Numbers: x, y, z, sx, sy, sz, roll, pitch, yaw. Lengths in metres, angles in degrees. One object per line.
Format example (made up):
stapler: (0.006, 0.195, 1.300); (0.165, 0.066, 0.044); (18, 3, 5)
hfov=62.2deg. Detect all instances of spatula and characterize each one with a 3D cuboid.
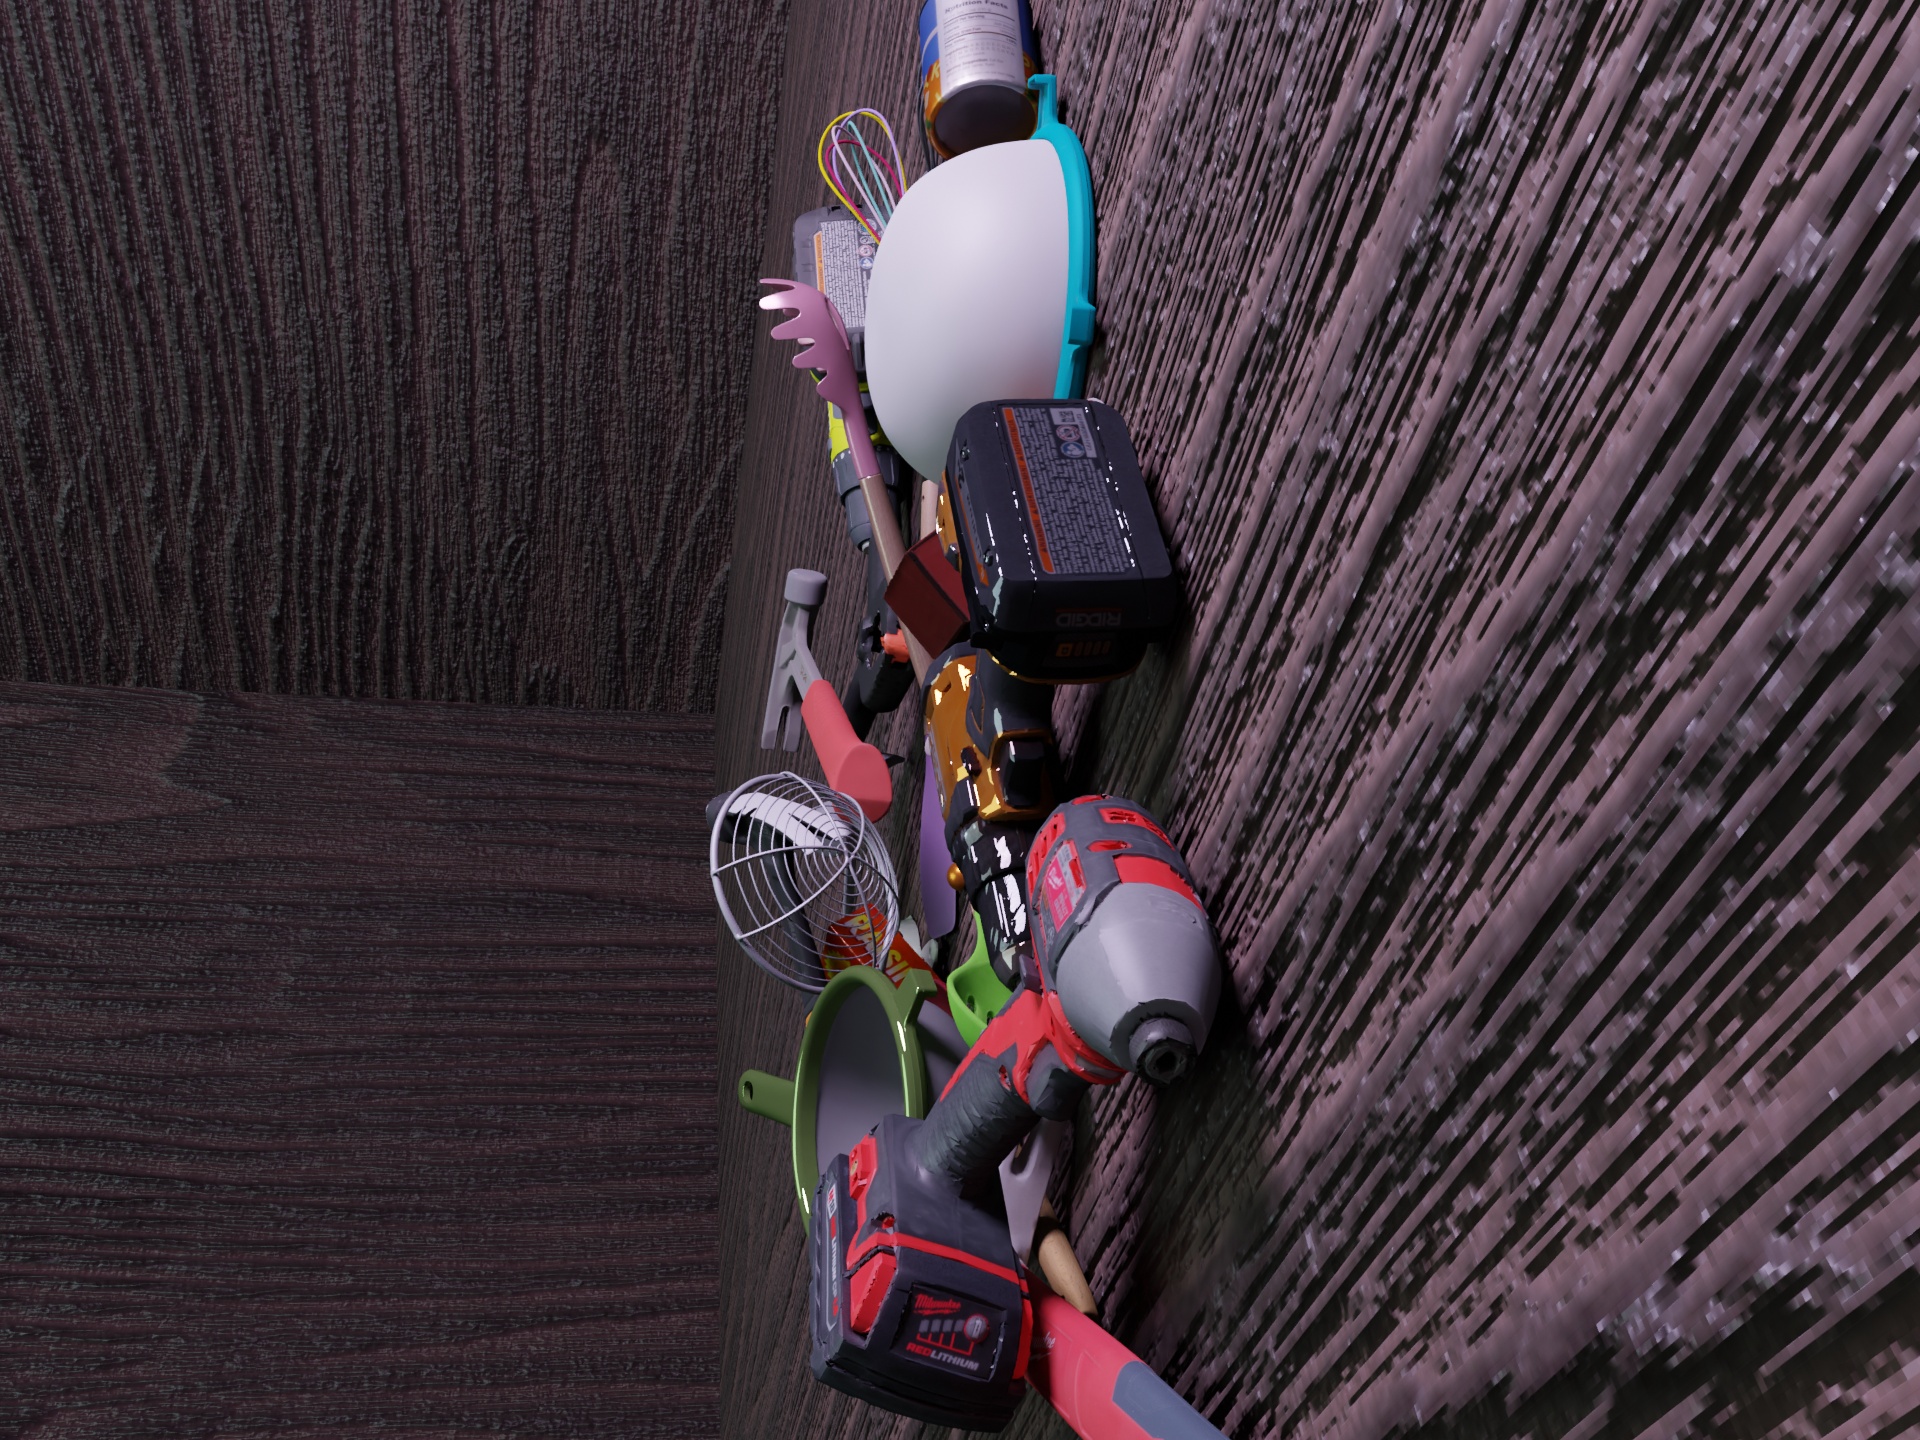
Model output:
spatula: (-0.018, -0.013, 1.060); (0.060, 0.018, 0.316); (146, 127, -62)

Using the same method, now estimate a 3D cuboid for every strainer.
strainer: (-0.048, 0.203, 0.822); (0.256, 0.069, 0.151); (165, 109, -64)
strainer: (-0.015, -0.180, 0.905); (0.340, 0.095, 0.211); (113, 157, -55)

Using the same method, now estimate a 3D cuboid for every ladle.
ladle: (0.019, 0.216, 0.823); (0.316, 0.031, 0.069); (-132, 41, -71)

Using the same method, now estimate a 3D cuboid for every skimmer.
skimmer: (-0.074, 0.193, 0.958); (0.127, 0.090, 0.363); (-61, -26, -48)

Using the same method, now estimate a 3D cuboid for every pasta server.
pasta server: (-0.055, -0.121, 0.979); (0.060, 0.040, 0.316); (-46, -61, -77)

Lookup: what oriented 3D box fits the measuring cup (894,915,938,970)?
measuring cup: (-0.045, 0.168, 1.094); (0.167, 0.038, 0.083); (124, 147, -71)

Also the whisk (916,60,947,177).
whisk: (-0.011, -0.359, 1.060); (0.238, 0.055, 0.055); (108, 162, -65)

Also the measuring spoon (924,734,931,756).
measuring spoon: (-0.001, -0.003, 0.934); (0.124, 0.018, 0.034); (140, 131, -59)

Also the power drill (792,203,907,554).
power drill: (-0.072, -0.248, 1.175); (0.228, 0.080, 0.191); (91, 174, -69)

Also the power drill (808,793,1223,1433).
power drill: (0.023, 0.146, 0.589); (0.219, 0.078, 0.143); (-62, 16, 18)

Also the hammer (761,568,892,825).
hammer: (-0.097, 0.004, 1.103); (0.359, 0.036, 0.149); (-125, 43, -68)

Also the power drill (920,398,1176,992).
power drill: (0.031, -0.002, 0.700); (0.226, 0.084, 0.186); (101, 162, -51)

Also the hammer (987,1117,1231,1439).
hammer: (0.065, 0.225, 0.544); (0.386, 0.038, 0.143); (165, 123, -73)

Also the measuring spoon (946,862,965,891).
measuring spoon: (-0.005, 0.051, 1.002); (0.021, 0.011, 0.117); (120, 151, -64)

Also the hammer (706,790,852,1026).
hammer: (-0.081, 0.208, 1.036); (0.127, 0.034, 0.336); (10, 119, 52)

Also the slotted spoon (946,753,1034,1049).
slotted spoon: (0.014, 0.087, 0.829); (0.031, 0.070, 0.314); (-53, 19, 20)

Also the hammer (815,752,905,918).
hammer: (-0.087, 0.207, 1.234); (0.144, 0.035, 0.405); (-63, -19, -58)

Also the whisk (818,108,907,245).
whisk: (-0.040, -0.303, 1.046); (0.051, 0.047, 0.245); (113, 139, -63)
